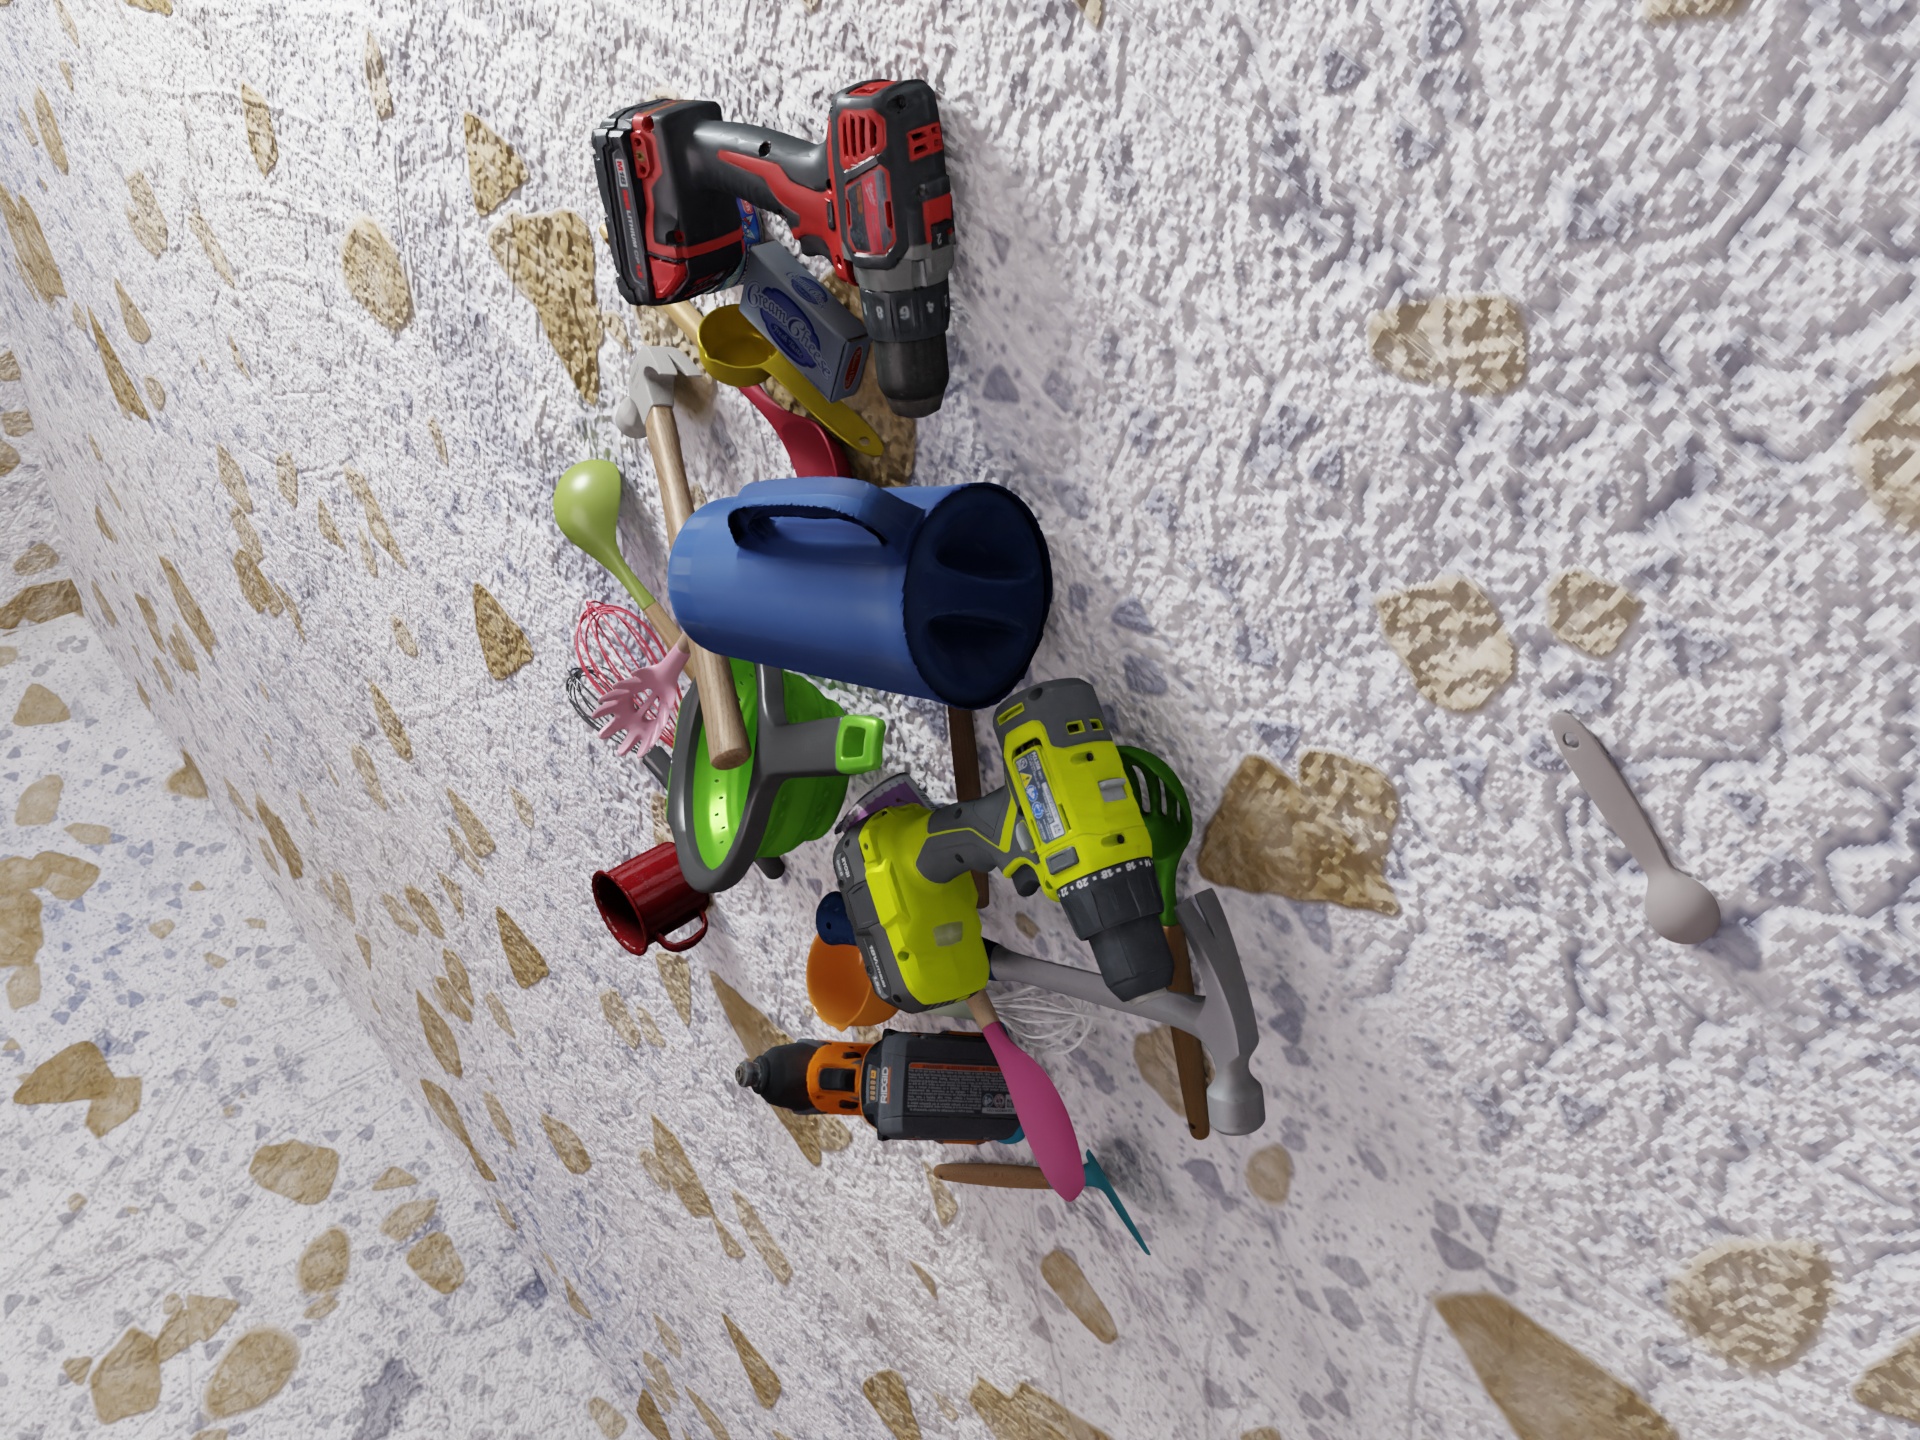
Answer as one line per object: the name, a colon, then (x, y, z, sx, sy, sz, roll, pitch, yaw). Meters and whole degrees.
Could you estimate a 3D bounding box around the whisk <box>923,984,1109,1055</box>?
whisk: (0.027, 0.216, 1.200, 0.246, 0.059, 0.058, -9, 67, 58)

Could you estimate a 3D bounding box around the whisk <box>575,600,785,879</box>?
whisk: (-0.245, 0.018, 1.396, 0.296, 0.073, 0.073, 55, 146, -2)

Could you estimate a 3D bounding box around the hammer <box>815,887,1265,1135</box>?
hammer: (0.034, 0.160, 1.078, 0.406, 0.035, 0.144, 6, 109, 48)

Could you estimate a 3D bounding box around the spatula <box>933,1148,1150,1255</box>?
spatula: (0.053, 0.372, 1.277, 0.317, 0.044, 0.082, -23, 99, 57)

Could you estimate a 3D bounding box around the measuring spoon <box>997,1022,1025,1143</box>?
measuring spoon: (0.028, 0.290, 1.267, 0.042, 0.021, 0.128, 26, 132, 41)

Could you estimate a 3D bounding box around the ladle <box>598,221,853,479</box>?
ladle: (-0.167, -0.253, 1.124, 0.316, 0.031, 0.069, 49, 146, 20)

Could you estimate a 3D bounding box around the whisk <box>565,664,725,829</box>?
whisk: (-0.285, 0.034, 1.470, 0.239, 0.055, 0.055, 46, 144, 13)

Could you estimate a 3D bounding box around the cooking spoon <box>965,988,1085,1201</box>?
cooking spoon: (0.011, 0.201, 1.155, 0.319, 0.017, 0.068, 61, 147, 29)

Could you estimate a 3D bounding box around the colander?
colander: (-0.107, 0.028, 1.132, 0.397, 0.094, 0.204, -6, 76, 63)

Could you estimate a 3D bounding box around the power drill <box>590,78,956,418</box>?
power drill: (-0.101, -0.281, 0.948, 0.227, 0.080, 0.187, 13, 124, 30)

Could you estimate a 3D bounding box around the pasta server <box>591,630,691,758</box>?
pasta server: (-0.212, -0.070, 1.260, 0.060, 0.040, 0.316, 42, 134, -2)

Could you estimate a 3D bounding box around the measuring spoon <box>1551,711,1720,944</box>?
measuring spoon: (0.307, 0.051, 0.737, 0.124, 0.018, 0.034, 59, 146, 4)

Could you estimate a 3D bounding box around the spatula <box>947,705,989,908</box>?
spatula: (-0.002, -0.004, 1.097, 0.060, 0.018, 0.315, 23, 130, 44)

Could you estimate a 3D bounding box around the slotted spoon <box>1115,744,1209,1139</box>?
slotted spoon: (0.136, 0.148, 1.022, 0.070, 0.031, 0.313, 19, 130, 45)

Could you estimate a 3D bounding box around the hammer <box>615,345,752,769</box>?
hammer: (-0.196, -0.123, 1.145, 0.130, 0.031, 0.331, -47, 53, 57)

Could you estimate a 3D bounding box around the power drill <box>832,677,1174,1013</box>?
power drill: (0.029, 0.102, 0.982, 0.228, 0.080, 0.191, -32, 71, 45)

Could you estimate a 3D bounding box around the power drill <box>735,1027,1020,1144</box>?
power drill: (-0.069, 0.286, 1.258, 0.226, 0.164, 0.084, -17, 67, 58)

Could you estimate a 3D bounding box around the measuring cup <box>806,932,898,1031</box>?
measuring cup: (-0.052, 0.195, 1.270, 0.173, 0.052, 0.095, -21, 67, 43)

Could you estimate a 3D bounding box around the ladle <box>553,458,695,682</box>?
ladle: (-0.237, -0.079, 1.338, 0.078, 0.062, 0.320, -32, 95, 44)

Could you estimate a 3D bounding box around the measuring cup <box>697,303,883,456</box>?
measuring cup: (-0.112, -0.219, 1.065, 0.156, 0.062, 0.029, 41, 153, 10)
